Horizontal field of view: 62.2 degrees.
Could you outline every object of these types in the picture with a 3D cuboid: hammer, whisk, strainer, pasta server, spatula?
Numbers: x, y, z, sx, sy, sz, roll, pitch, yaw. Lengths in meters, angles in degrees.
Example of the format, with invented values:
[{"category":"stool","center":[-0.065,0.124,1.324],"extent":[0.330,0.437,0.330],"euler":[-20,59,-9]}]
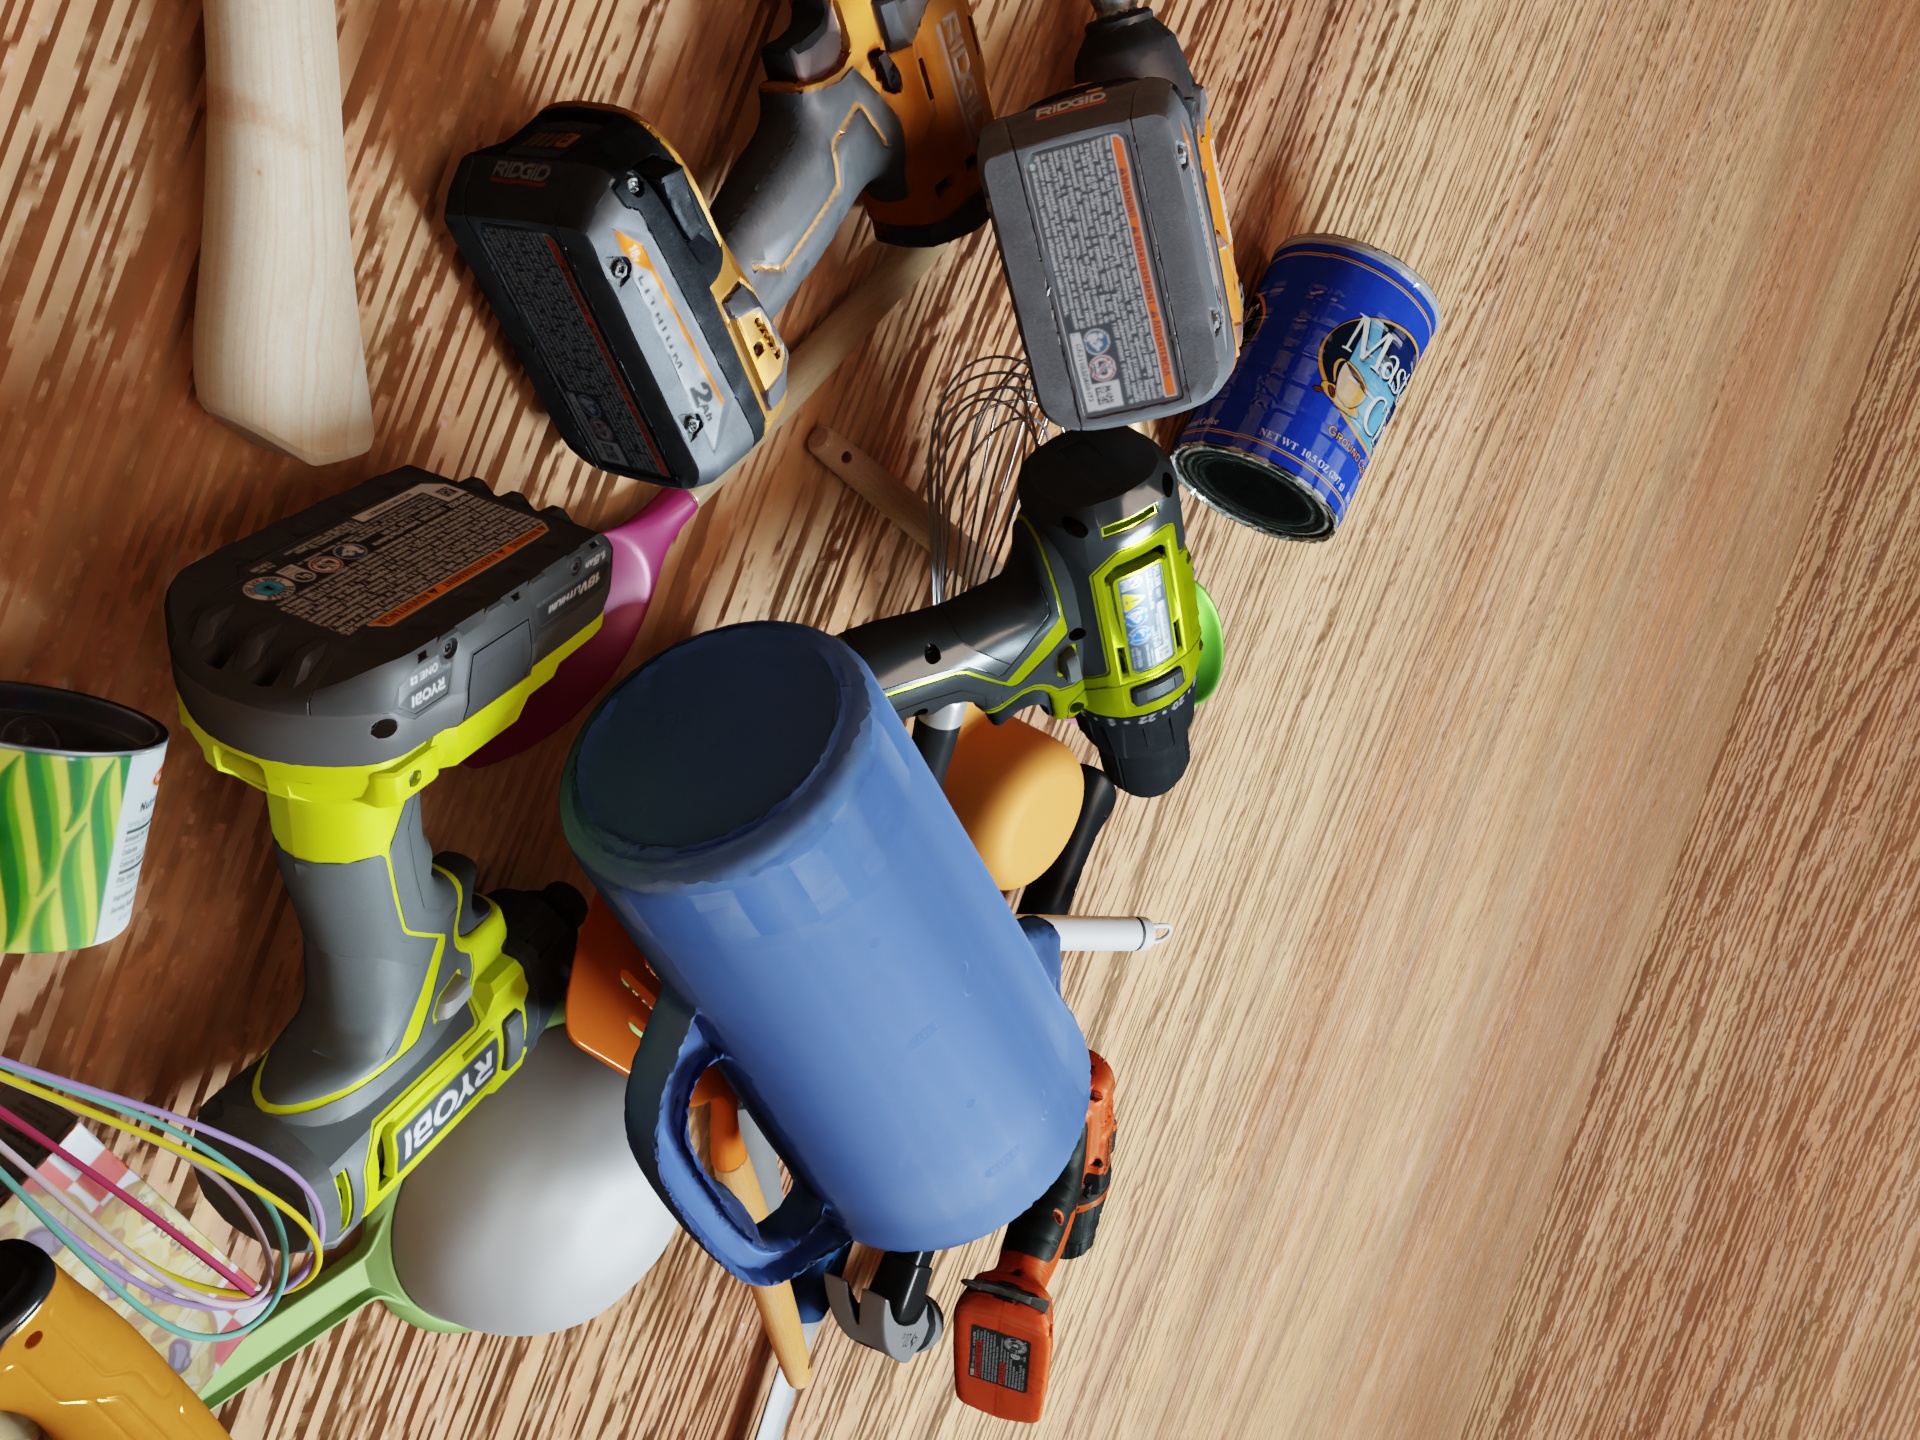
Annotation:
[{"category":"hammer","center":[-0.088,0.328,0.846],"extent":[0.144,0.035,0.405],"euler":[9,100,-54]},{"category":"whisk","center":[-0.001,-0.035,0.735],"extent":[0.070,0.070,0.284],"euler":[-25,139,-45]},{"category":"hammer","center":[-0.183,-0.273,0.416],"extent":[0.146,0.038,0.410],"euler":[-25,127,-46]},{"category":"strainer","center":[-0.195,0.213,0.617],"extent":[0.256,0.069,0.151],"euler":[-29,129,-44]},{"category":"strainer","center":[0.009,0.108,0.811],"extent":[0.258,0.050,0.086],"euler":[6,118,-34]},{"category":"whisk","center":[-0.275,0.097,0.425],"extent":[0.244,0.047,0.051],"euler":[47,49,-29]},{"category":"pasta server","center":[0.019,-0.065,0.798],"extent":[0.316,0.040,0.060],"euler":[33,80,-50]},{"category":"hammer","center":[0.015,0.179,0.867],"extent":[0.146,0.035,0.335],"euler":[58,52,-65]},{"category":"spatula","center":[-0.103,0.200,0.679],"extent":[0.081,0.041,0.322],"euler":[-88,173,-50]},{"category":"hammer","center":[-0.241,0.269,0.543],"extent":[0.127,0.034,0.336],"euler":[-48,146,-35]},{"category":"whisk","center":[-0.105,0.174,0.742],"extent":[0.055,0.055,0.238],"euler":[-35,137,-38]}]

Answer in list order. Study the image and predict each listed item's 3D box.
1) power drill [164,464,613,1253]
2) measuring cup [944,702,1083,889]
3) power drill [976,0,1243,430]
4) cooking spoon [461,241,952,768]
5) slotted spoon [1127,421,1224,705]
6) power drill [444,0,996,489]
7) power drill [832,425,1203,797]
[{"category":"power drill","center":[-0.175,0.040,0.520],"extent":[0.171,0.080,0.223],"euler":[-49,155,-54]},{"category":"measuring cup","center":[0.025,0.013,0.803],"extent":[0.095,0.052,0.173],"euler":[-38,143,-36]},{"category":"power drill","center":[0.070,-0.223,0.664],"extent":[0.227,0.084,0.164],"euler":[-64,142,-62]},{"category":"cooking spoon","center":[-0.094,-0.106,0.632],"extent":[0.319,0.017,0.068],"euler":[-51,145,-23]},{"category":"slotted spoon","center":[0.100,-0.131,0.870],"extent":[0.070,0.031,0.313],"euler":[-47,137,-28]},{"category":"power drill","center":[-0.072,-0.215,0.555],"extent":[0.226,0.084,0.185],"euler":[-53,142,-29]},{"category":"power drill","center":[-0.001,-0.002,0.672],"extent":[0.228,0.080,0.190],"euler":[-25,136,-9]}]
